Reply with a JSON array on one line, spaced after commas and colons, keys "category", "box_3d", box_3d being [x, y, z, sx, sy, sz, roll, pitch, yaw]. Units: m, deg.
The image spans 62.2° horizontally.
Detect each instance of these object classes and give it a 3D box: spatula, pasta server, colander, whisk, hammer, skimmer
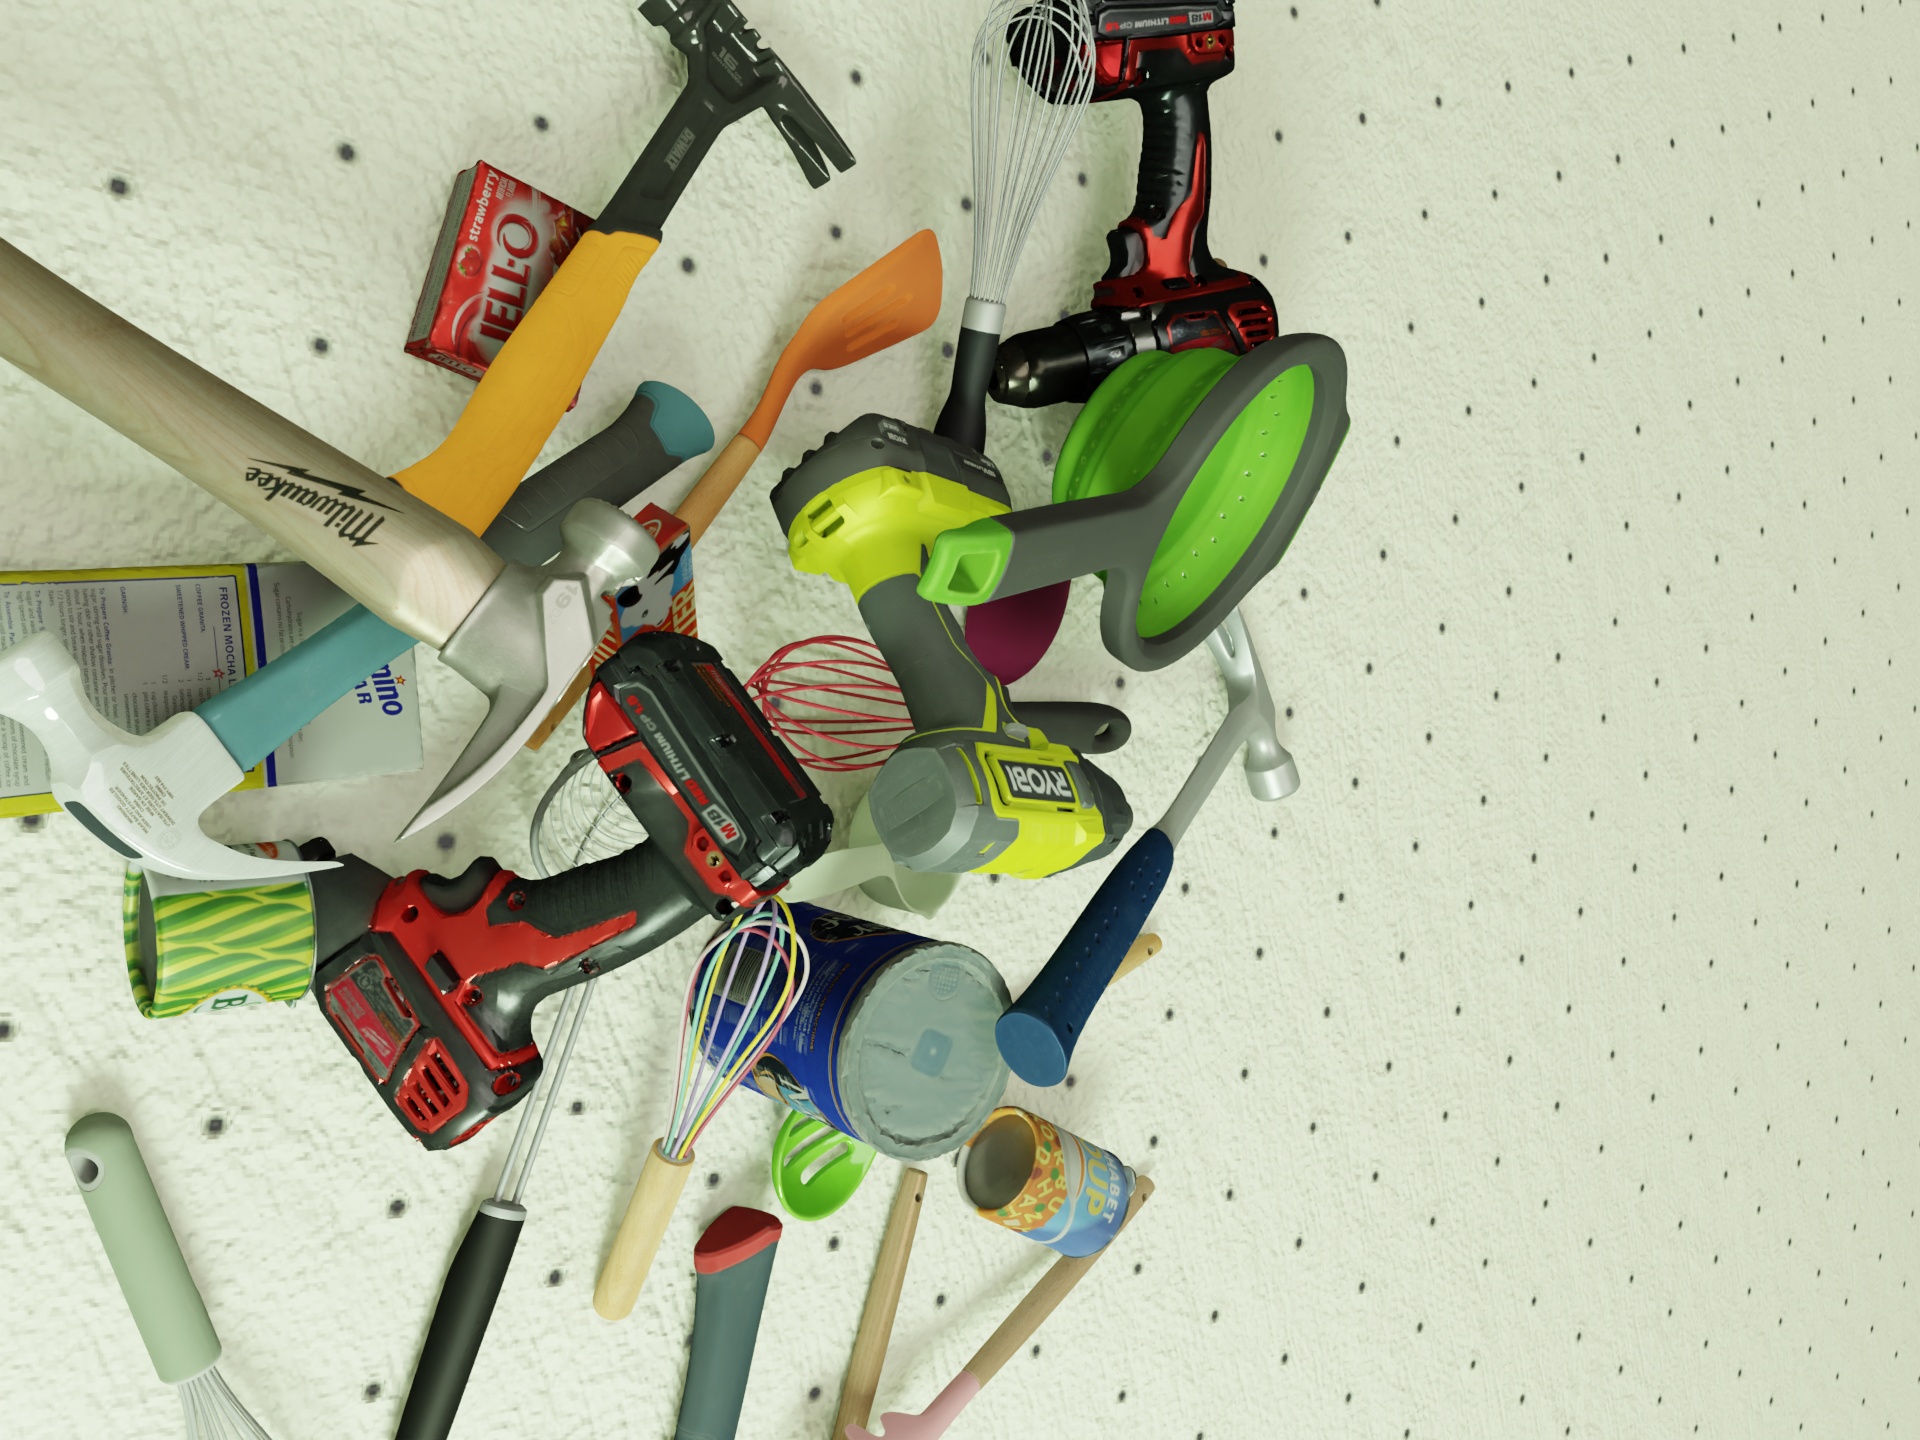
[{"category": "spatula", "box_3d": [-0.063, 0.407, 0.885, 0.059, 0.018, 0.316, 19, 83, -43]}, {"category": "spatula", "box_3d": [-0.111, -0.114, 0.784, 0.323, 0.041, 0.081, -57, 168, -17]}, {"category": "pasta server", "box_3d": [0.017, 0.364, 0.929, 0.316, 0.040, 0.060, -34, 120, -41]}, {"category": "colander", "box_3d": [0.072, -0.119, 0.810, 0.397, 0.094, 0.204, -20, 140, -54]}, {"category": "whisk", "box_3d": [0.020, -0.247, 0.842, 0.070, 0.070, 0.284, -4, 114, -39]}, {"category": "hammer", "box_3d": [0.113, 0.062, 0.896, 0.405, 0.035, 0.144, -45, 120, -54]}, {"category": "hammer", "box_3d": [-0.136, 0.447, 0.816, 0.143, 0.038, 0.386, 17, 83, -40]}, {"category": "whisk", "box_3d": [-0.001, -0.003, 0.877, 0.295, 0.073, 0.073, 5, 90, -45]}, {"category": "skimmer", "box_3d": [-0.177, 0.171, 0.725, 0.127, 0.090, 0.363, 25, 78, -37]}, {"category": "whisk", "box_3d": [-0.126, 0.187, 0.744, 0.051, 0.047, 0.245, -22, 138, -65]}, {"category": "hammer", "box_3d": [-0.217, -0.056, 0.658, 0.331, 0.033, 0.128, -47, 120, -40]}, {"category": "hammer", "box_3d": [-0.311, -0.123, 0.542, 0.410, 0.038, 0.146, 36, 69, -14]}, {"category": "whisk", "box_3d": [-0.314, 0.272, 0.657, 0.059, 0.058, 0.246, -47, 124, -67]}, {"category": "hammer", "box_3d": [-0.153, -0.191, 0.701, 0.127, 0.034, 0.337, 43, 54, -31]}]

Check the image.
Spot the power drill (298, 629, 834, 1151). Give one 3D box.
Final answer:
[{"category": "power drill", "box_3d": [-0.176, 0.064, 0.665, 0.219, 0.078, 0.143, -37, 87, 7]}]

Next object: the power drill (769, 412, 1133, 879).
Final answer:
[{"category": "power drill", "box_3d": [0.002, -0.029, 0.785, 0.171, 0.080, 0.223, 8, 54, -52]}]

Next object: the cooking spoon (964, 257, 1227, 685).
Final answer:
[{"category": "cooking spoon", "box_3d": [0.089, -0.159, 0.960, 0.068, 0.017, 0.319, 41, 69, -31]}]

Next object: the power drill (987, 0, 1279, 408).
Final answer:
[{"category": "power drill", "box_3d": [0.086, -0.292, 0.906, 0.188, 0.080, 0.226, -17, 107, -24]}]

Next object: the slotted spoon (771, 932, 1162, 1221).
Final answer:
[{"category": "slotted spoon", "box_3d": [0.011, 0.192, 0.923, 0.314, 0.031, 0.070, -24, 109, -37]}]

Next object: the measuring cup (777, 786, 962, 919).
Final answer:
[{"category": "measuring cup", "box_3d": [-0.055, 0.069, 0.824, 0.167, 0.038, 0.083, -10, 104, -55]}]
